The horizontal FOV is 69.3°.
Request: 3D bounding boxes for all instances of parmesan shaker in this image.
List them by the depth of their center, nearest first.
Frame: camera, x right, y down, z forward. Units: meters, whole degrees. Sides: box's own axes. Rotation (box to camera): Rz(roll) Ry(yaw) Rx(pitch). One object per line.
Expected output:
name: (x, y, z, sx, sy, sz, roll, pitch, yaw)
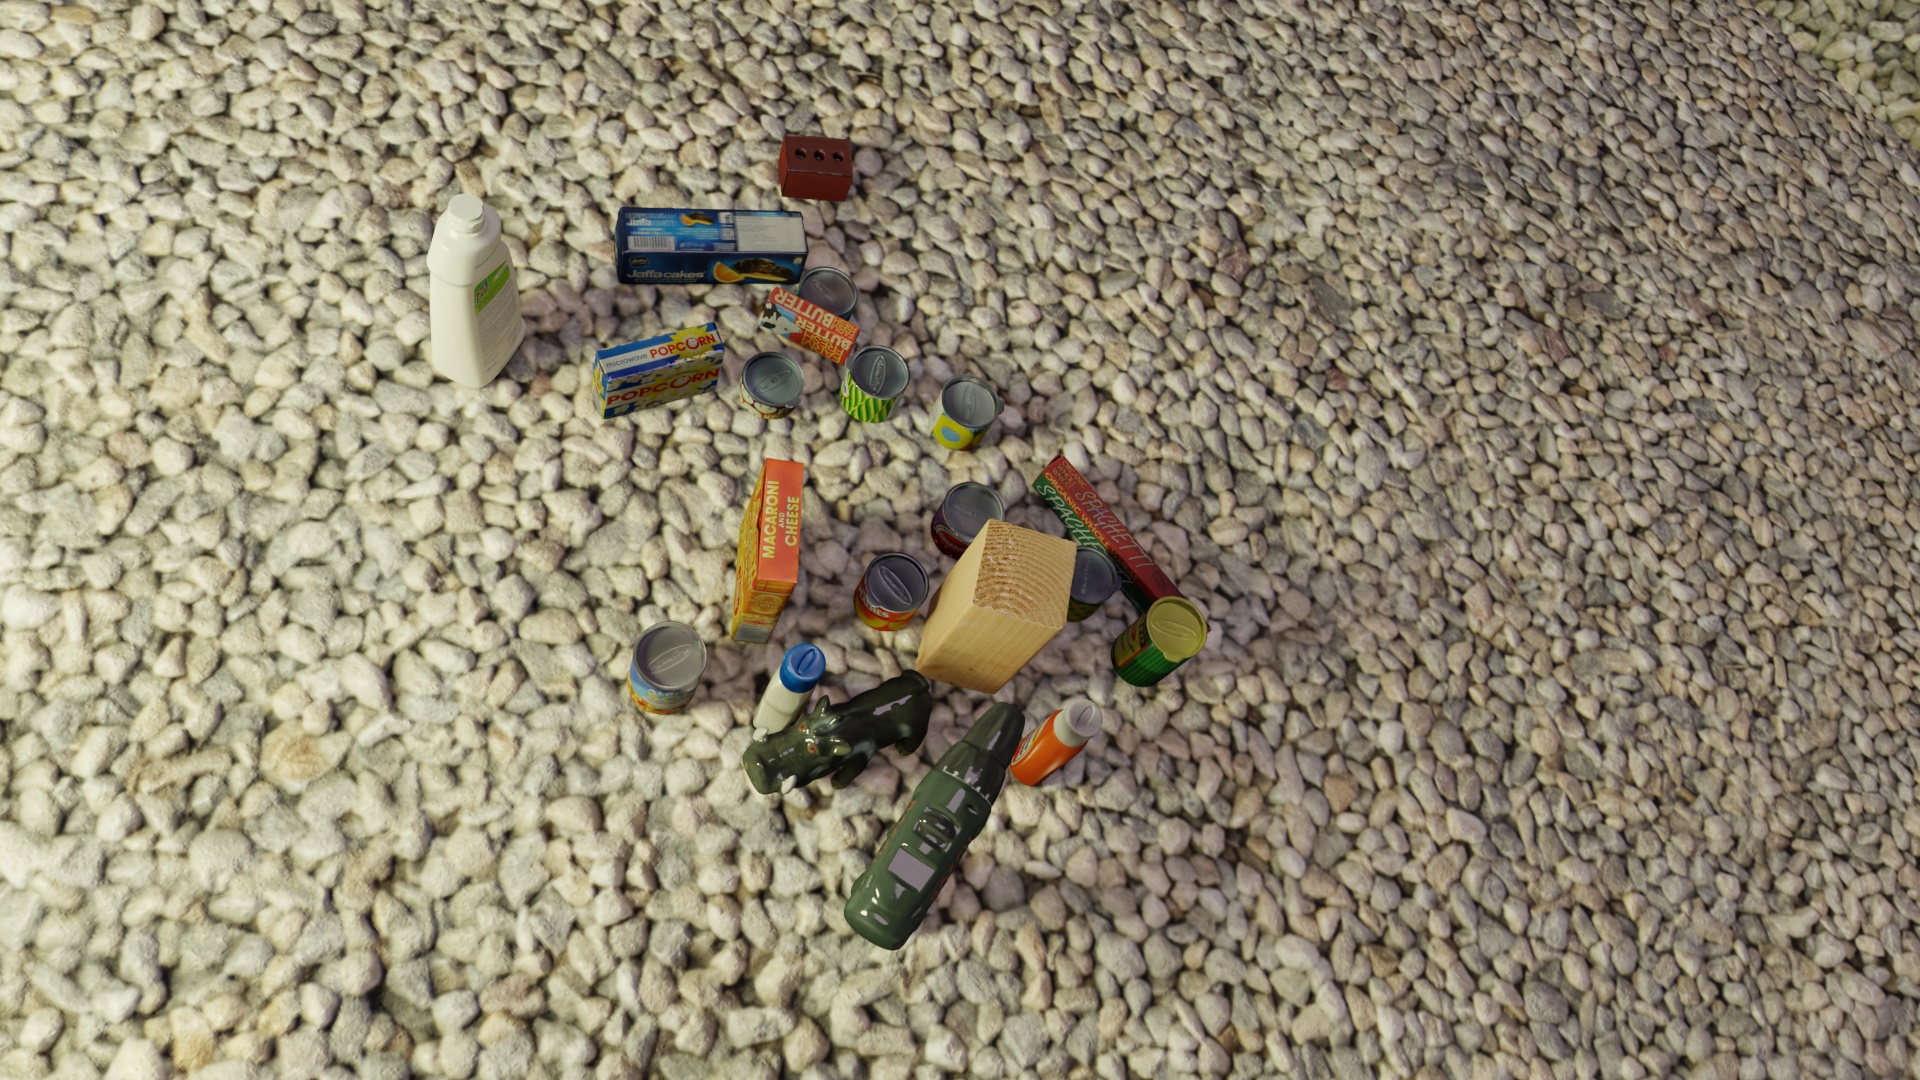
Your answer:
parmesan shaker: (0.203, 0.109, 1.435, 0.071, 0.102, 0.071, 7, 65, -15)

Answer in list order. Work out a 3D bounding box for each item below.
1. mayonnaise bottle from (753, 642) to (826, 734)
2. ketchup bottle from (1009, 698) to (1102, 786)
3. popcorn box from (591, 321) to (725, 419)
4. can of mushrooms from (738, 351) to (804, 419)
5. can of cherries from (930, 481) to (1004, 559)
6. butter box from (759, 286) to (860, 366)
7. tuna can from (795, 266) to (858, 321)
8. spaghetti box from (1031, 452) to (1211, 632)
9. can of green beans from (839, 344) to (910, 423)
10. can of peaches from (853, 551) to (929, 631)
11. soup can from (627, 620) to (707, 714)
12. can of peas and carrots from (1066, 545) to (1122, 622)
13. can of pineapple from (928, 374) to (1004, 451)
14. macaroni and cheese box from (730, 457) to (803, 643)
mayonnaise bottle: (-0.156, 0.136, 1.283, 0.041, 0.147, 0.065, 32, 61, -2)
ketchup bottle: (0.095, 0.191, 1.337, 0.043, 0.148, 0.065, 37, 61, 1)
popcorn box: (-0.308, -0.172, 1.412, 0.127, 0.085, 0.038, -19, 74, -24)
can of mushrooms: (-0.199, -0.162, 1.472, 0.071, 0.033, 0.071, 7, 65, -15)
can of cherries: (0.005, -0.018, 1.456, 0.071, 0.058, 0.072, 7, 65, -15)
butter box: (-0.163, -0.231, 1.504, 0.103, 0.053, 0.024, 26, 62, -5)
tuna can: (-0.151, -0.265, 1.535, 0.071, 0.032, 0.071, 7, 65, -15)
spaghetti box: (0.171, 0.015, 1.498, 0.029, 0.050, 0.250, -36, 80, -27)
can of green beans: (-0.093, -0.168, 1.494, 0.071, 0.057, 0.071, 7, 65, -15)
can of peaches: (-0.072, 0.053, 1.399, 0.071, 0.057, 0.071, 7, 65, -15)
soup can: (-0.272, 0.122, 1.289, 0.071, 0.083, 0.071, 7, 65, -15)
can of peas and carrots: (0.127, 0.047, 1.465, 0.071, 0.058, 0.071, 7, 65, -15)
can of pineapple: (0.005, -0.137, 1.511, 0.071, 0.057, 0.071, 7, 65, -15)
macaroni and cheese box: (-0.185, 0.013, 1.320, 0.040, 0.165, 0.124, 7, 65, -15)
